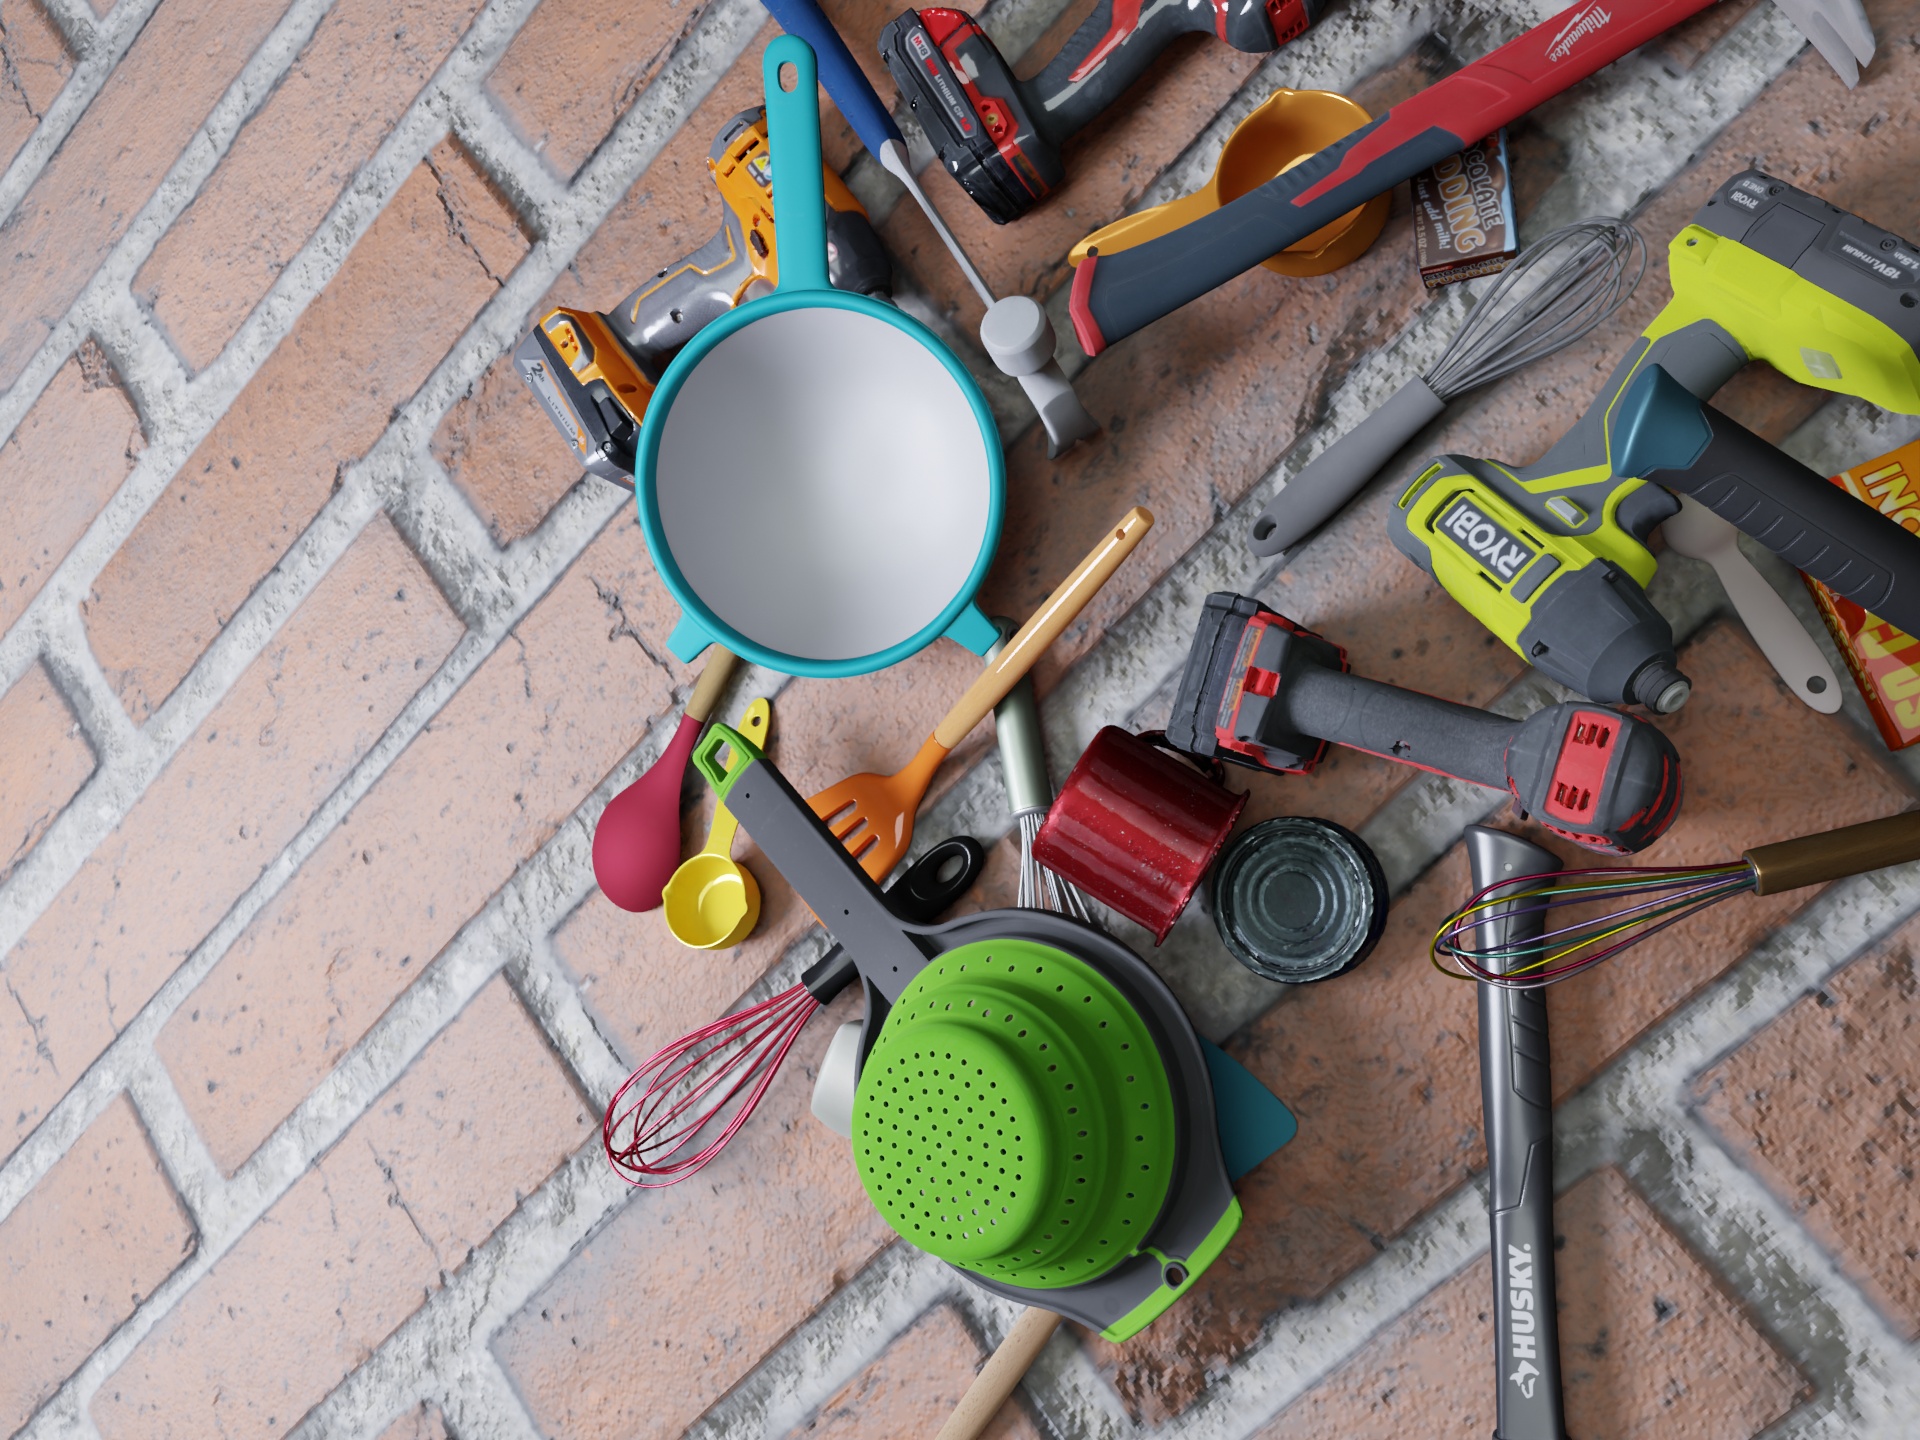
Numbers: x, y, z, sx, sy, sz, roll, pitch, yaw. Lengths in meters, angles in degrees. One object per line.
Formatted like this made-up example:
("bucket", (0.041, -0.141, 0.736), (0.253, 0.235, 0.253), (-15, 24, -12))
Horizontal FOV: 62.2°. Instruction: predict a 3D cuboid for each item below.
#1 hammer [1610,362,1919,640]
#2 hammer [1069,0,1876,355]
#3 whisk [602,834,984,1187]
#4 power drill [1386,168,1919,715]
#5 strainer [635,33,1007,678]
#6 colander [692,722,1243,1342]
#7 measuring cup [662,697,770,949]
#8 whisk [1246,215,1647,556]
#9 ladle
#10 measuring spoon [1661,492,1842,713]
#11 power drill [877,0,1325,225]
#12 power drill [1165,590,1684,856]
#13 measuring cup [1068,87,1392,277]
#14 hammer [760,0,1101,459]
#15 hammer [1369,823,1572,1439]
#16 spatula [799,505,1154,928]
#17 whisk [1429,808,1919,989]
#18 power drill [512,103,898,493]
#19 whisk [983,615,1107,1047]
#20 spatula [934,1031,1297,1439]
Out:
("hammer", (0.405, -0.038, 0.638), (0.331, 0.033, 0.128), (32, 108, 0))
("hammer", (0.232, -0.273, 0.766), (0.386, 0.038, 0.143), (-30, 73, 3))
("whisk", (-0.098, 0.167, 0.918), (0.296, 0.073, 0.073), (-42, 69, 9))
("power drill", (0.324, -0.119, 0.718), (0.223, 0.080, 0.171), (-48, 45, 14))
("strainer", (-0.074, -0.197, 0.896), (0.211, 0.095, 0.340), (-1, 100, 13))
("colander", (-0.038, 0.143, 0.811), (0.397, 0.094, 0.204), (46, 112, 23))
("measuring cup", (-0.135, 0.064, 0.967), (0.062, 0.029, 0.156), (8, 76, 27))
("whisk", (0.239, -0.163, 0.803), (0.239, 0.055, 0.055), (-42, 69, 20))
("ladle", (-0.150, -0.024, 0.979), (0.069, 0.031, 0.315), (29, 95, 24))
("measuring spoon", (0.371, -0.057, 0.741), (0.034, 0.018, 0.124), (-34, 72, 18))
("power drill", (0.069, -0.412, 0.892), (0.226, 0.080, 0.188), (-31, 73, 16))
("power drill", (0.222, 0.008, 0.745), (0.220, 0.143, 0.078), (17, 92, 32))
("measuring cup", (0.145, -0.269, 0.853), (0.173, 0.052, 0.095), (-14, 79, 25))
("hammer", (-0.032, -0.314, 0.917), (0.035, 0.144, 0.406), (-32, 63, 7))
("hammer", (0.260, 0.217, 0.755), (0.146, 0.035, 0.335), (-3, 83, 24))
("spatula", (-0.001, -0.003, 0.867), (0.322, 0.041, 0.081), (-48, 66, 36))
("whisk", (0.333, 0.076, 0.715), (0.245, 0.051, 0.047), (-15, 99, 8))
("power drill", (-0.148, -0.243, 0.972), (0.226, 0.084, 0.164), (-41, 70, 12))
("whisk", (0.040, 0.058, 0.870), (0.059, 0.057, 0.246), (-19, 72, 30))
("spatula", (0.055, 0.310, 0.849), (0.082, 0.044, 0.317), (39, 105, 23))
